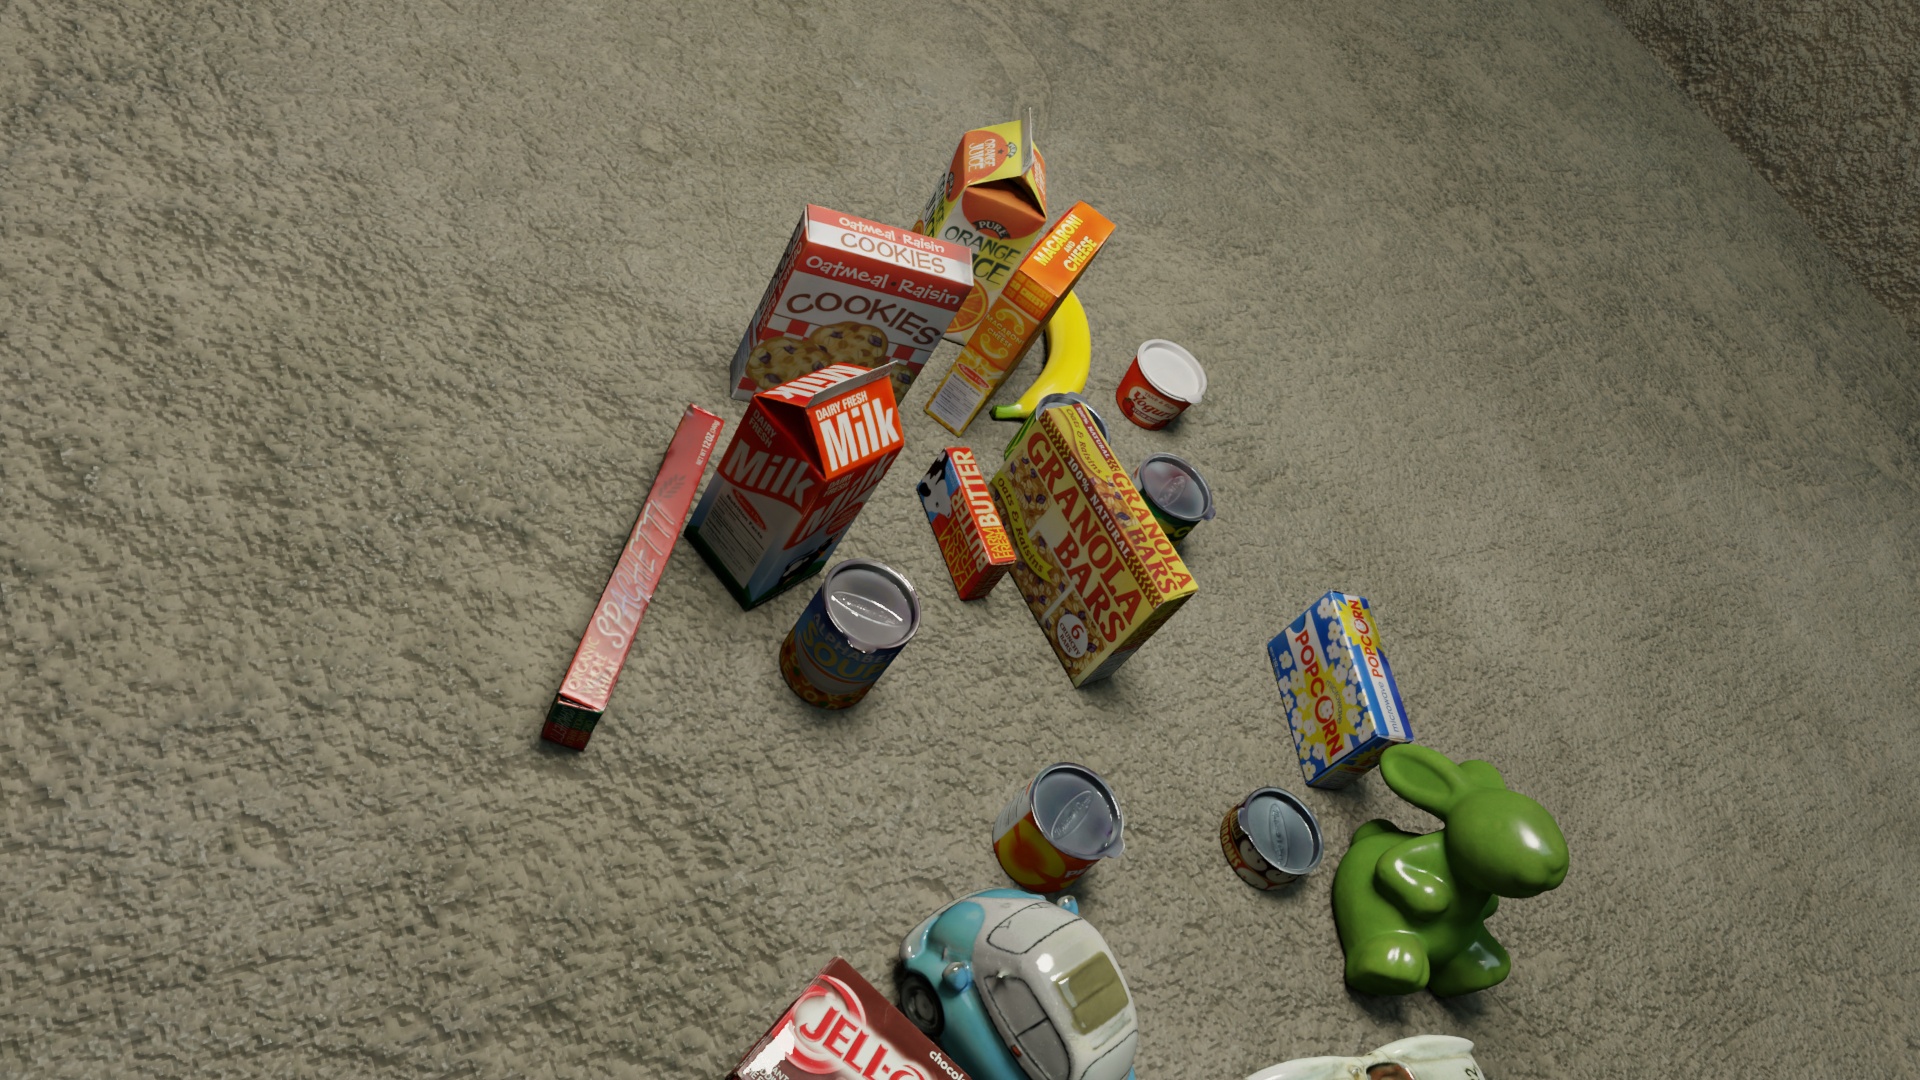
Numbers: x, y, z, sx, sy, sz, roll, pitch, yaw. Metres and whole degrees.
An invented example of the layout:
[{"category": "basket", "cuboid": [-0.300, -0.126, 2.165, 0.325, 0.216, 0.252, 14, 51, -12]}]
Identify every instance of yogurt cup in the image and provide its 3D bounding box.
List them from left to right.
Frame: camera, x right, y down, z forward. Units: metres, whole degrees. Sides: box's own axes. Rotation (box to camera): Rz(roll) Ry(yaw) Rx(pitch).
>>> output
[{"category": "yogurt cup", "cuboid": [0.172, -0.133, 1.207, 0.072, 0.053, 0.073, 16, 49, -19]}]

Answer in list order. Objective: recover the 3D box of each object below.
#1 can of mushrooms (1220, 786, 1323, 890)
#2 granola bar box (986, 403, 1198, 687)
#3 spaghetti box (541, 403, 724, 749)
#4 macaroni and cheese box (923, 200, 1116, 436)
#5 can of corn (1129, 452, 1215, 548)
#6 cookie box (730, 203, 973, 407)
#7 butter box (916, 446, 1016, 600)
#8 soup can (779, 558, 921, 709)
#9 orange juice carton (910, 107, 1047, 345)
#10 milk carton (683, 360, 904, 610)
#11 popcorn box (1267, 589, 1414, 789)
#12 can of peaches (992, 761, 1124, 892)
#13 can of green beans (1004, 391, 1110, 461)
[{"category": "can of mushrooms", "cuboid": [0.217, 0.210, 0.979, 0.071, 0.033, 0.071, 16, 49, -19]}, {"category": "granola bar box", "cuboid": [0.086, 0.003, 1.001, 0.039, 0.123, 0.166, -12, 63, -37]}, {"category": "spaghetti box", "cuboid": [-0.202, 0.016, 0.873, 0.029, 0.050, 0.251, 24, 47, -12]}, {"category": "macaroni and cheese box", "cuboid": [0.045, -0.173, 1.085, 0.040, 0.165, 0.124, 37, 46, -1]}, {"category": "can of corn", "cuboid": [0.160, -0.025, 1.113, 0.071, 0.058, 0.071, 16, 49, -19]}, {"category": "cookie box", "cuboid": [-0.081, -0.156, 0.997, 0.123, 0.166, 0.040, 11, 51, -24]}, {"category": "butter box", "cuboid": [0.004, -0.013, 1.014, 0.024, 0.052, 0.104, -3, 58, -32]}, {"category": "soup can", "cuboid": [-0.073, 0.063, 0.889, 0.071, 0.083, 0.072, 16, 49, -19]}, {"category": "orange juice carton", "cuboid": [0.013, -0.253, 1.111, 0.073, 0.191, 0.072, 17, 49, -19]}, {"category": "milk carton", "cuboid": [-0.101, -0.044, 0.882, 0.073, 0.189, 0.073, -30, 74, -42]}, {"category": "popcorn box", "cuboid": [0.287, 0.114, 1.059, 0.038, 0.084, 0.127, 10, 52, -24]}, {"category": "can of peaches", "cuboid": [0.063, 0.186, 0.890, 0.071, 0.057, 0.071, 16, 49, -19]}, {"category": "can of green beans", "cuboid": [0.076, -0.074, 1.102, 0.071, 0.057, 0.071, 16, 49, -19]}]
